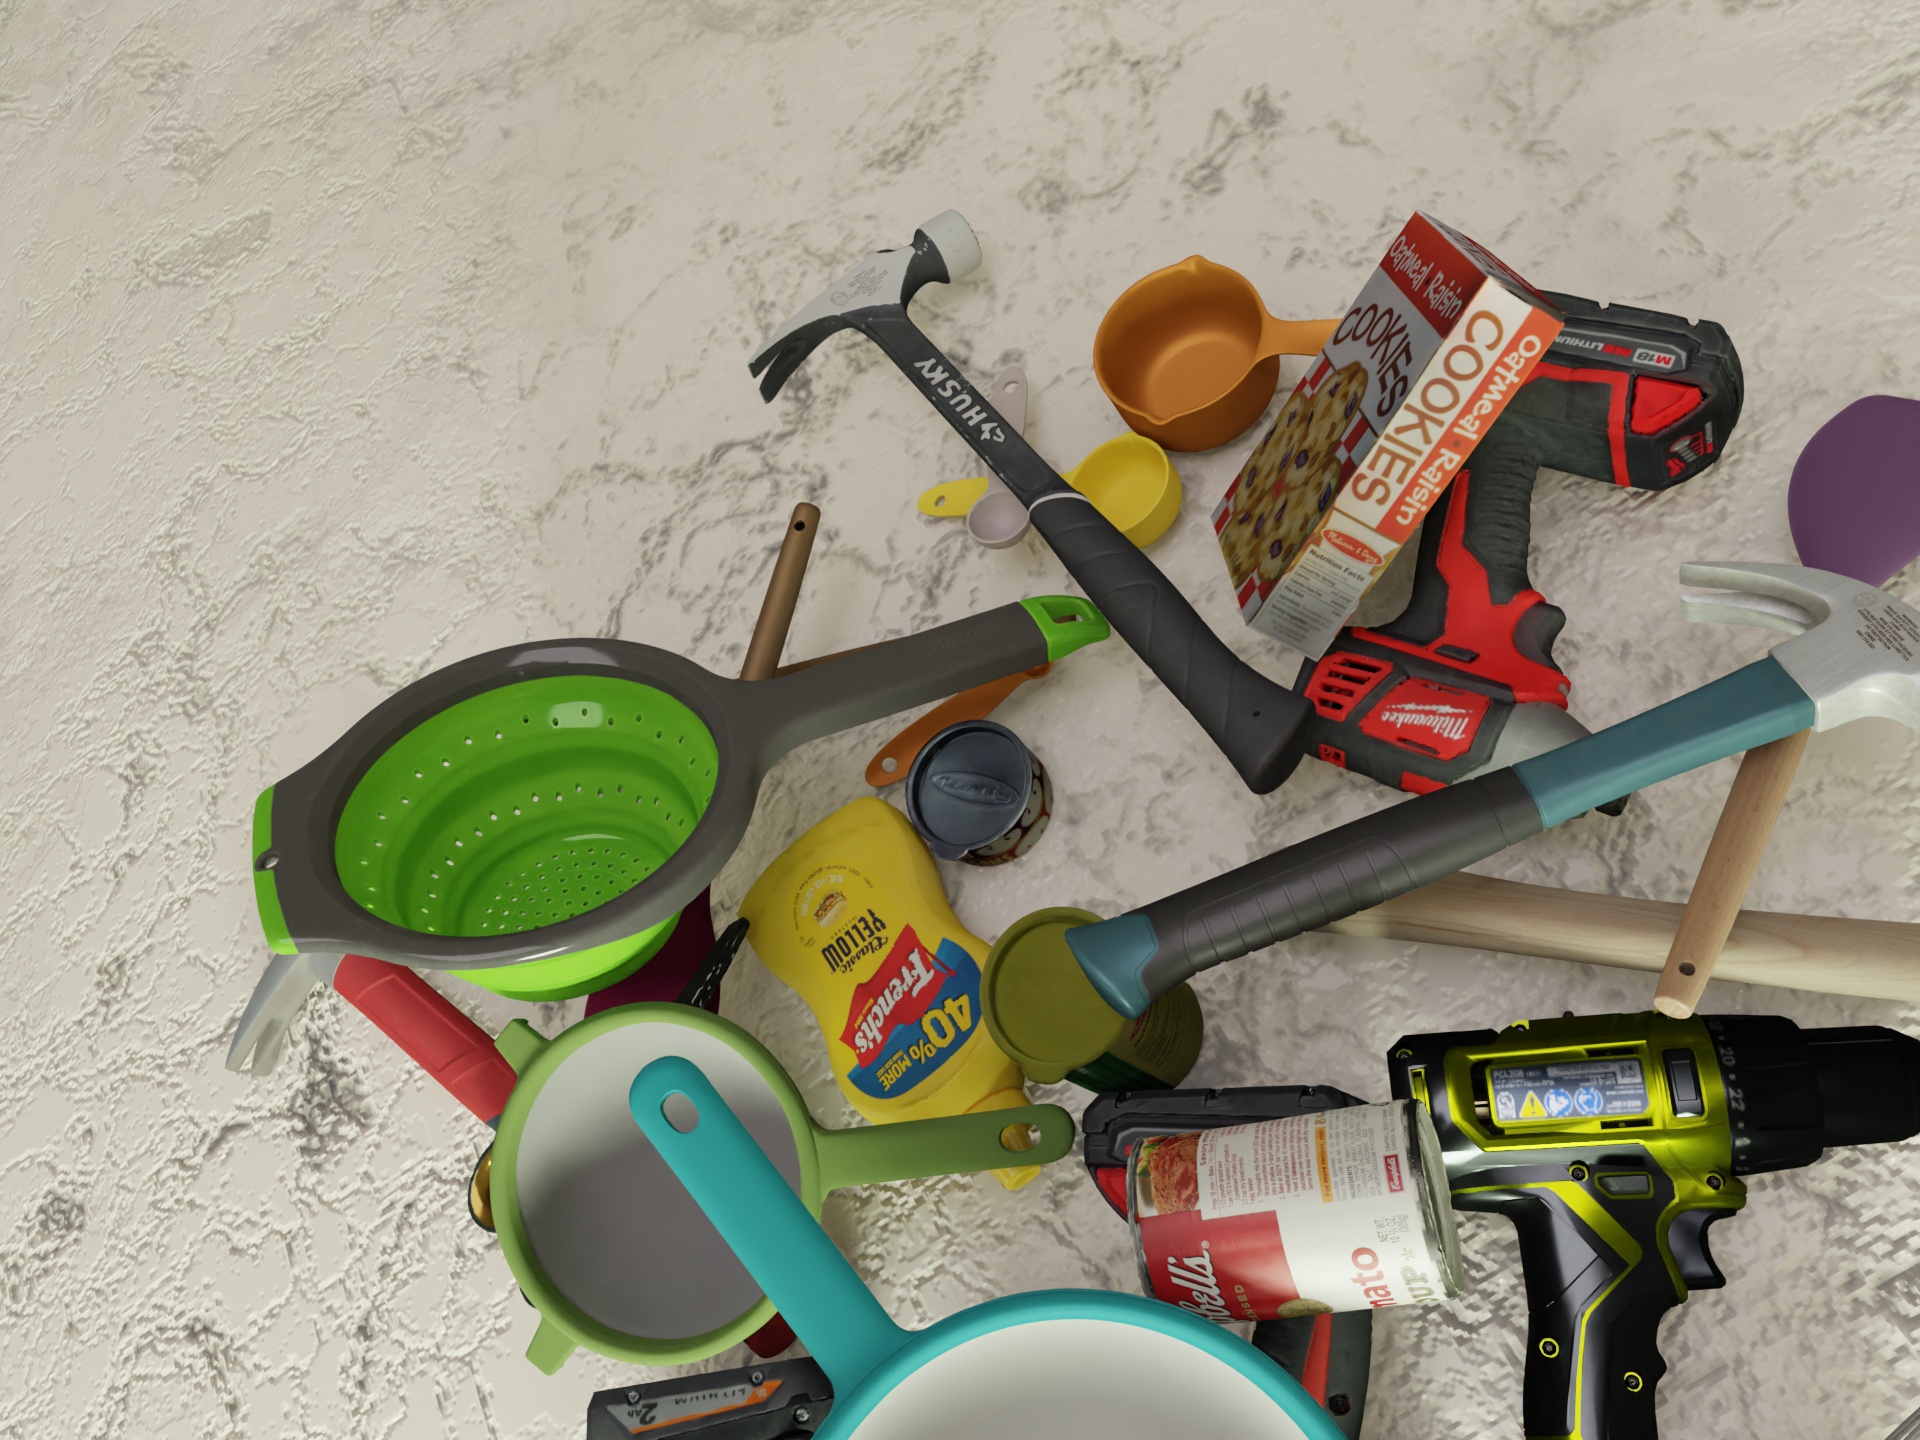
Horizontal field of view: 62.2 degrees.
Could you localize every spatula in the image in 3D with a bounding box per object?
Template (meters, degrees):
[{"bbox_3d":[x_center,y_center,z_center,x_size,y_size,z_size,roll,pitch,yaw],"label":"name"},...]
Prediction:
[{"bbox_3d":[0.323,-0.019,0.612,0.060,0.018,0.316,19,61,29],"label":"spatula"}]

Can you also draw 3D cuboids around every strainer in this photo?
[{"bbox_3d":[-0.001,0.257,0.553,0.211,0.095,0.340,-39,73,-11],"label":"strainer"},{"bbox_3d":[-0.074,0.190,0.693,0.256,0.069,0.151,-10,82,10],"label":"strainer"}]

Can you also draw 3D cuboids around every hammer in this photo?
[{"bbox_3d":[0.304,0.088,0.577,0.411,0.146,0.038,3,113,30],"label":"hammer"},{"bbox_3d":[-0.234,0.211,0.814,0.387,0.038,0.143,28,85,31],"label":"hammer"},{"bbox_3d":[0.197,0.035,0.588,0.331,0.033,0.128,-23,46,6],"label":"hammer"},{"bbox_3d":[0.033,-0.112,0.774,0.149,0.036,0.409,-32,54,-6],"label":"hammer"}]

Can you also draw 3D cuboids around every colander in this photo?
[{"bbox_3d":[-0.113,0.035,0.746,0.397,0.094,0.205,-18,43,-13],"label":"colander"}]

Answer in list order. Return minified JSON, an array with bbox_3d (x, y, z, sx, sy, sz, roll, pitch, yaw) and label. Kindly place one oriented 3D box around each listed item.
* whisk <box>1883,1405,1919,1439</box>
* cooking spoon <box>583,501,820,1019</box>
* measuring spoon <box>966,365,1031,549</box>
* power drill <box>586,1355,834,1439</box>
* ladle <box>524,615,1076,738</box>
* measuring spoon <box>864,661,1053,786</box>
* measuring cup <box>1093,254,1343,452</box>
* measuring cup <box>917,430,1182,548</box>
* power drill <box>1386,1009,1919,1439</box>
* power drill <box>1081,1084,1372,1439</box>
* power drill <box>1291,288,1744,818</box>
[{"bbox_3d":[0.339,0.197,0.503,0.059,0.057,0.246,18,50,44],"label":"whisk"},{"bbox_3d":[-0.121,0.039,0.800,0.069,0.017,0.319,13,80,14],"label":"cooking spoon"},{"bbox_3d":[0.025,-0.136,0.827,0.034,0.018,0.124,-7,55,18],"label":"measuring spoon"},{"bbox_3d":[-0.070,0.383,0.649,0.164,0.084,0.227,-16,68,16],"label":"power drill"},{"bbox_3d":[-0.097,-0.025,0.835,0.320,0.062,0.078,-12,65,17],"label":"ladle"},{"bbox_3d":[-0.001,-0.003,0.808,0.117,0.011,0.021,-36,90,10],"label":"measuring spoon"},{"bbox_3d":[0.154,-0.175,0.781,0.174,0.052,0.095,6,73,25],"label":"measuring cup"},{"bbox_3d":[0.045,-0.113,0.827,0.156,0.029,0.062,2,68,38],"label":"measuring cup"},{"bbox_3d":[0.261,0.214,0.563,0.190,0.080,0.229,-7,65,14],"label":"power drill"},{"bbox_3d":[0.091,0.264,0.624,0.188,0.080,0.227,-8,70,22],"label":"power drill"},{"bbox_3d":[0.245,-0.065,0.683,0.143,0.078,0.220,22,83,31],"label":"power drill"}]
